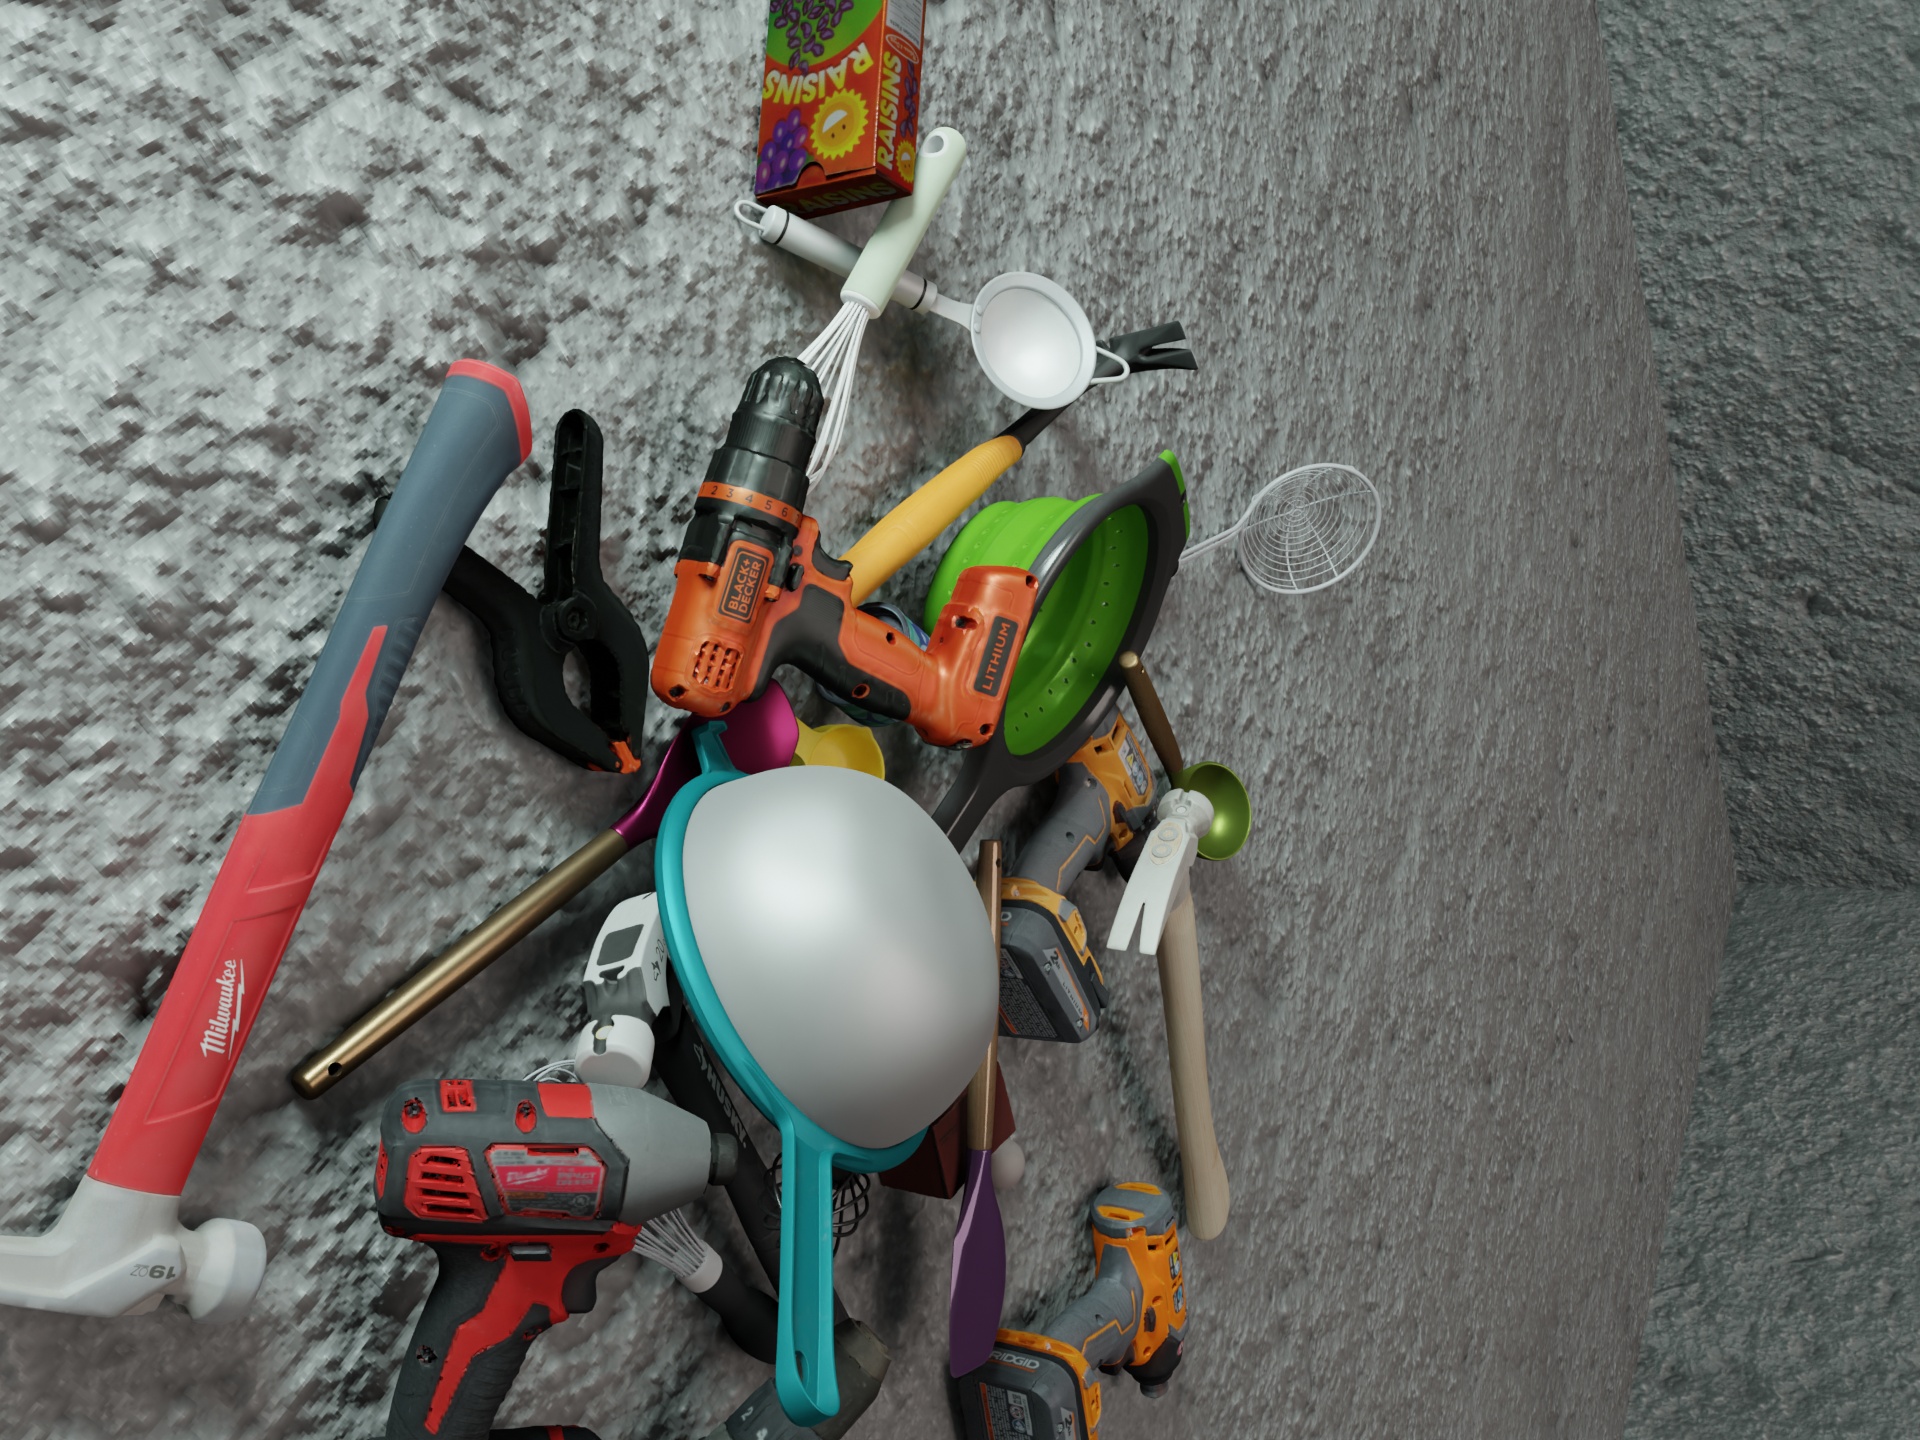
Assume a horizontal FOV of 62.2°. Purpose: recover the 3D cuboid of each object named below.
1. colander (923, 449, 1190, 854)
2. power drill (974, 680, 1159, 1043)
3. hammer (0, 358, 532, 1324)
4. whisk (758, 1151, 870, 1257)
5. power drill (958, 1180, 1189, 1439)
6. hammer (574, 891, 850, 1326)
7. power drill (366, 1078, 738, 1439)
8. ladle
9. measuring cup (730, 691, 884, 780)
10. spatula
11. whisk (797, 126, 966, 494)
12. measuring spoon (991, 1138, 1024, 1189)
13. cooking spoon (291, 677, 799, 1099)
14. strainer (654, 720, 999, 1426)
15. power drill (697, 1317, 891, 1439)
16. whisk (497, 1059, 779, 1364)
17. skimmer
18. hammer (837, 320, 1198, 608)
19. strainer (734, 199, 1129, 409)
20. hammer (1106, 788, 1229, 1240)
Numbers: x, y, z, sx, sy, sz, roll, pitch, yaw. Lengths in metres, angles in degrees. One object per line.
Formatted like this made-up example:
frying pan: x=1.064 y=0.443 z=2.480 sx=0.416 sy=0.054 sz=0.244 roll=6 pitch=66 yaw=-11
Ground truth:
colander: x=-0.002 y=-0.003 z=0.966 sx=0.397 sy=0.094 sz=0.204 roll=-56 pitch=156 yaw=-13
power drill: x=0.080 y=0.110 z=1.085 sx=0.185 sy=0.084 sz=0.226 roll=61 pitch=41 yaw=-37
hammer: x=-0.265 y=0.027 z=0.608 sx=0.143 sy=0.038 sz=0.386 roll=35 pitch=68 yaw=-47
whisk: x=-0.065 y=0.232 z=0.833 sx=0.239 sy=0.055 sz=0.055 roll=45 pitch=48 yaw=-85
power drill: x=0.093 y=0.448 z=1.105 sx=0.226 sy=0.084 sz=0.164 roll=-30 pitch=115 yaw=-54
hammer: x=-0.107 y=0.232 z=0.809 sx=0.146 sy=0.035 sz=0.334 roll=-95 pitch=167 yaw=-58
power drill: x=-0.174 y=0.255 z=0.656 sx=0.143 sy=0.079 sz=0.219 roll=6 pitch=98 yaw=-21
ladle: x=0.161 y=0.024 z=1.144 sx=0.319 sy=0.062 sz=0.078 roll=55 pitch=47 yaw=-62
measuring cup: x=-0.105 y=0.004 z=0.876 sx=0.156 sy=0.029 sz=0.062 roll=39 pitch=65 yaw=-33
spatula: x=0.014 y=0.229 z=0.951 sx=0.059 sy=0.018 sz=0.316 roll=2 pitch=90 yaw=-55
whisk: x=-0.057 y=-0.219 z=0.864 sx=0.246 sy=0.058 sz=0.059 roll=-63 pitch=150 yaw=-10
measuring spoon: x=0.021 y=0.258 z=1.052 sx=0.034 sy=0.018 sz=0.124 roll=-39 pitch=120 yaw=-47
cooking spoon: x=-0.182 y=0.071 z=0.755 sx=0.319 sy=0.017 sz=0.068 roll=-42 pitch=120 yaw=-42
strainer: x=-0.039 y=0.138 z=0.713 sx=0.210 sy=0.095 sz=0.341 roll=48 pitch=21 yaw=-32
power drill: x=-0.071 y=0.427 z=0.833 sx=0.188 sy=0.080 sz=0.226 roll=-46 pitch=129 yaw=-12
whisk: x=-0.146 y=0.256 z=0.791 sx=0.070 sy=0.070 sz=0.284 roll=-62 pitch=141 yaw=-32
skimmer: x=0.219 y=-0.124 z=1.261 sx=0.363 sy=0.090 sz=0.127 roll=-27 pitch=144 yaw=-49
hammer: x=0.014 y=-0.151 z=0.968 sx=0.337 sy=0.127 sz=0.034 roll=-45 pitch=120 yaw=-37
strainer: x=-0.016 y=-0.244 z=0.924 sx=0.258 sy=0.050 sz=0.087 roll=18 pitch=71 yaw=-30
hammer: x=0.163 y=0.252 z=1.164 sx=0.146 sy=0.038 sz=0.410 roll=-59 pitch=147 yaw=-46
